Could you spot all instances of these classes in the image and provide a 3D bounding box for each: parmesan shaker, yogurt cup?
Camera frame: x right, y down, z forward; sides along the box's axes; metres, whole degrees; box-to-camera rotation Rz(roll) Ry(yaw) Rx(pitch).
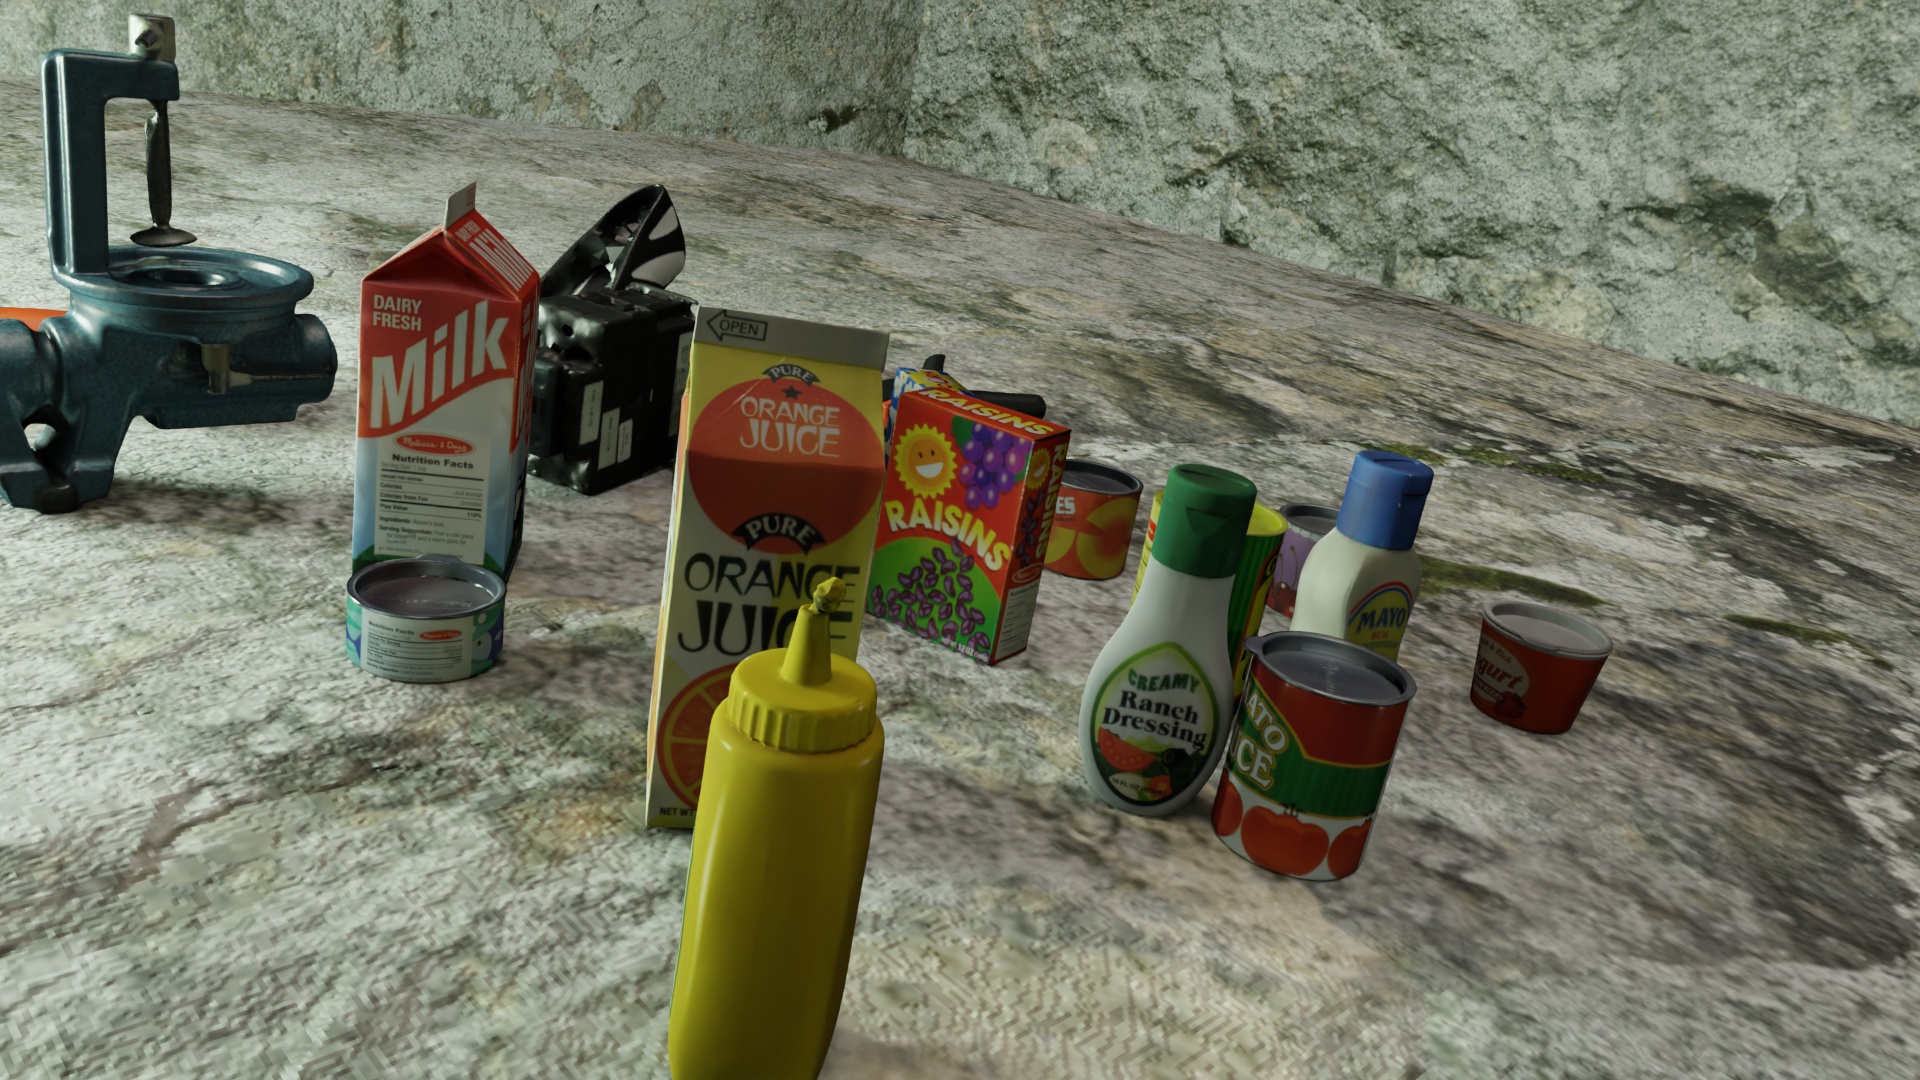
[{"bbox_3d":[0.118,0.031,0.697,0.071,0.102,0.071,9,19,-3],"label":"parmesan shaker"},{"bbox_3d":[0.314,0.070,0.760,0.072,0.053,0.072,9,19,-3],"label":"yogurt cup"}]

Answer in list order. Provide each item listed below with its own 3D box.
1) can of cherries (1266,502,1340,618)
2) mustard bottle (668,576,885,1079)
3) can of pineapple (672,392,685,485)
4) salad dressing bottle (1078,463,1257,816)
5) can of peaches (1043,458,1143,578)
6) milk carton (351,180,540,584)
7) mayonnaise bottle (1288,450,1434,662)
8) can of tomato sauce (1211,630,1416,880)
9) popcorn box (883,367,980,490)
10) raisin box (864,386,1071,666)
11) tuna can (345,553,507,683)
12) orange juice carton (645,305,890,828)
[{"bbox_3d":[0.226,0.016,0.860,0.071,0.058,0.072,9,19,-3],"label":"can of cherries"},{"bbox_3d":[-0.049,0.082,0.387,0.049,0.159,0.065,10,19,-1],"label":"mustard bottle"},{"bbox_3d":[-0.149,-0.061,0.887,0.071,0.057,0.071,9,19,-3],"label":"can of pineapple"},{"bbox_3d":[0.090,0.042,0.585,0.064,0.147,0.044,13,19,8],"label":"salad dressing bottle"},{"bbox_3d":[0.074,-0.014,0.867,0.071,0.057,0.071,9,19,-3],"label":"can of peaches"},{"bbox_3d":[-0.250,-0.077,0.682,0.073,0.189,0.072,6,19,-12],"label":"milk carton"},{"bbox_3d":[0.187,0.032,0.661,0.065,0.147,0.041,-2,22,-31],"label":"mayonnaise bottle"},{"bbox_3d":[0.144,0.088,0.580,0.071,0.082,0.071,9,19,-3],"label":"can of tomato sauce"},{"bbox_3d":[-0.012,-0.053,0.893,0.038,0.085,0.127,2,21,-23],"label":"popcorn box"},{"bbox_3d":[0.003,-0.009,0.720,0.086,0.123,0.040,22,22,30],"label":"raisin box"},{"bbox_3d":[-0.237,0.034,0.617,0.071,0.032,0.071,9,19,-3],"label":"tuna can"},{"bbox_3d":[-0.075,0.009,0.528,0.072,0.192,0.073,5,20,-14],"label":"orange juice carton"}]
